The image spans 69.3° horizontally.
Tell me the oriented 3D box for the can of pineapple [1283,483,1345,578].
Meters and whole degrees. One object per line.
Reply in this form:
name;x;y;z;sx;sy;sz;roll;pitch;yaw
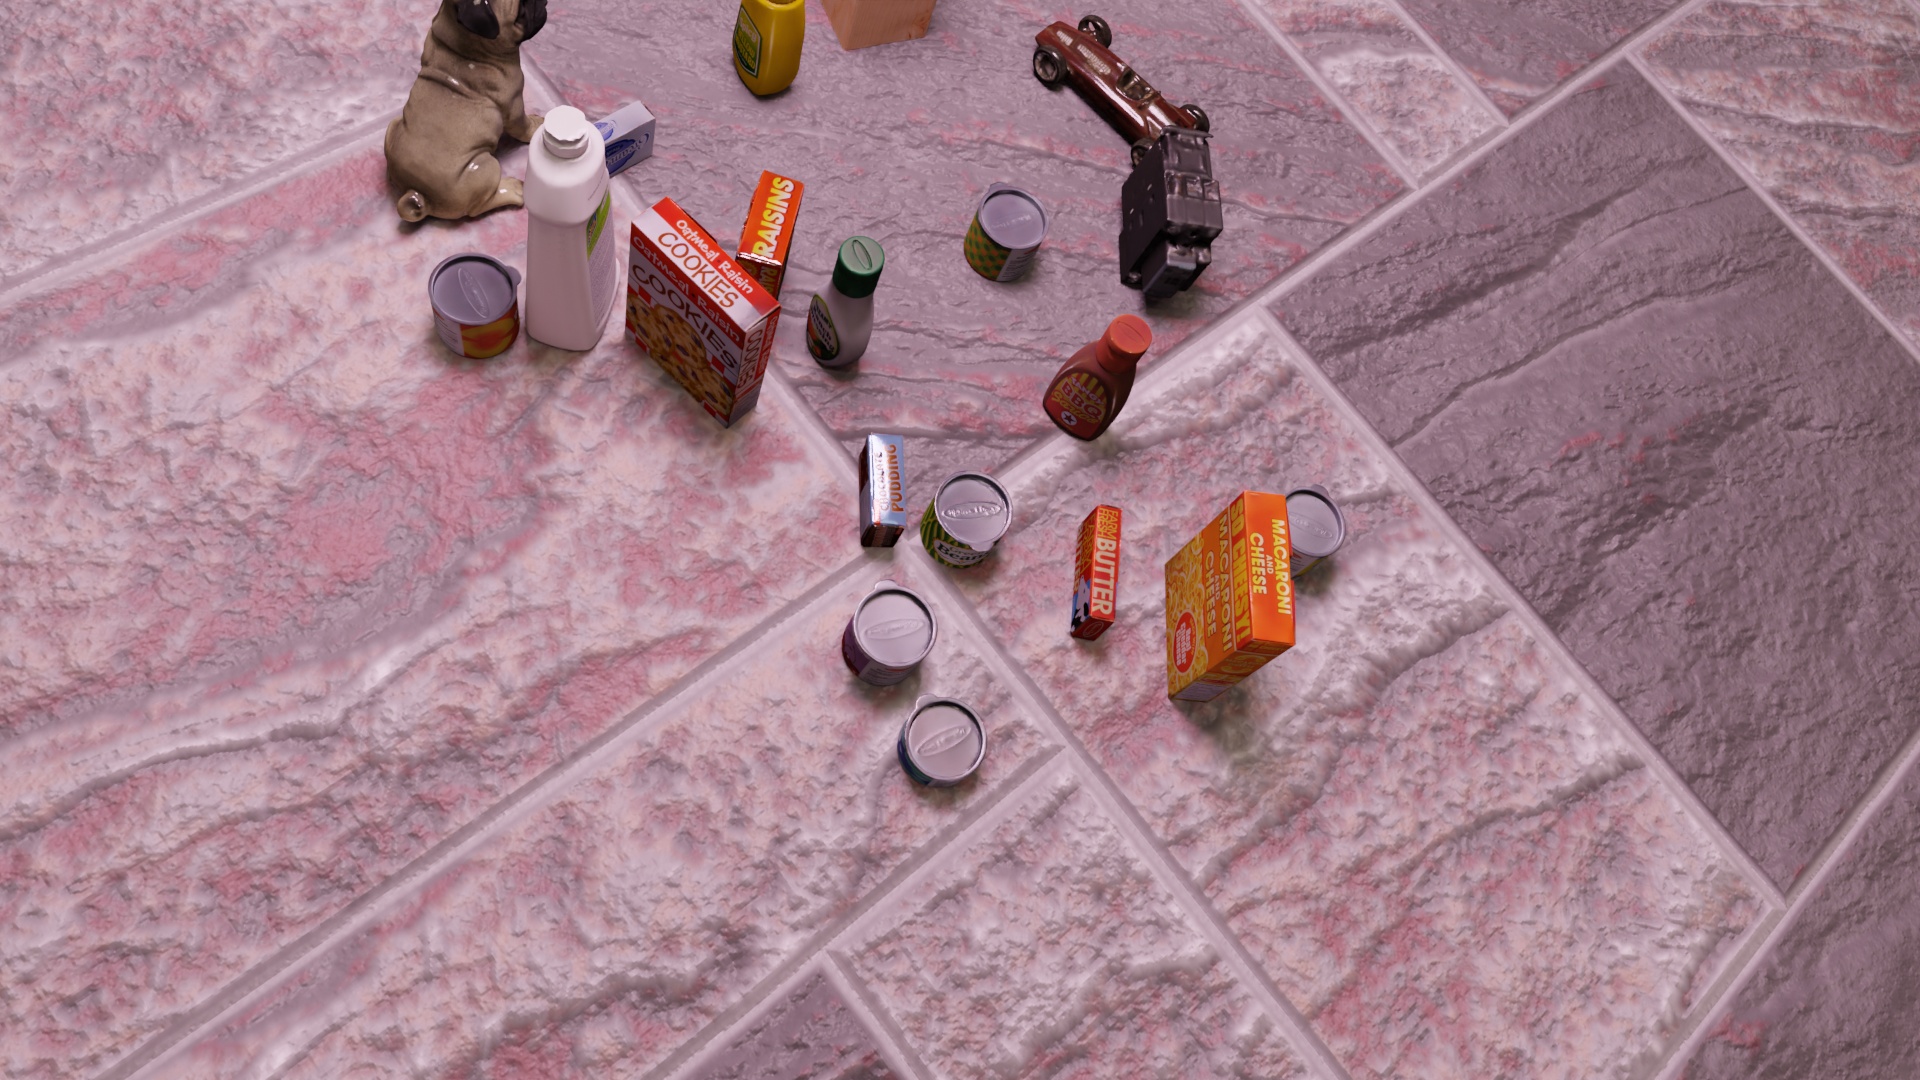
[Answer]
can of pineapple;0.296;-0.007;1.221;0.071;0.057;0.071;5;67;-13

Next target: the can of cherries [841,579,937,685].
can of cherries;-0.057;0.073;1.092;0.071;0.058;0.072;5;67;-13

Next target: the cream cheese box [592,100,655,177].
cream cheese box;-0.311;-0.333;1.192;0.104;0.053;0.024;-38;82;-25

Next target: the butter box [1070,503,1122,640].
butter box;0.113;0.026;1.160;0.024;0.053;0.104;11;66;-11

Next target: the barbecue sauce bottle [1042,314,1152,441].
barbecue sauce bottle;0.119;-0.140;1.177;0.065;0.148;0.044;40;64;3

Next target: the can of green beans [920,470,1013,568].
can of green beans;0.004;-0.017;1.146;0.071;0.057;0.071;5;67;-13

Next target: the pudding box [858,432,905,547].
pudding box;-0.065;-0.041;1.141;0.030;0.049;0.084;2;68;-14

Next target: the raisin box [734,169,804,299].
raisin box;-0.164;-0.234;1.153;0.040;0.123;0.086;16;65;-9

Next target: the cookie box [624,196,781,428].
cookie box;-0.206;-0.175;1.093;0.123;0.166;0.040;44;65;5

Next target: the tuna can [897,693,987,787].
tuna can;-0.016;0.156;1.083;0.071;0.032;0.071;5;67;-13

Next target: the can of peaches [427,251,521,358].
can of peaches;-0.385;-0.188;1.110;0.071;0.057;0.071;5;67;-13

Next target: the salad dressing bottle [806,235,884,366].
salad dressing bottle;-0.094;-0.196;1.143;0.044;0.147;0.064;-21;76;-22

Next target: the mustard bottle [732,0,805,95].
mustard bottle;-0.166;-0.464;1.226;0.049;0.159;0.065;-27;78;-23

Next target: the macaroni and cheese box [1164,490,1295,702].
macaroni and cheese box;0.214;0.048;1.116;0.040;0.165;0.124;7;67;-12

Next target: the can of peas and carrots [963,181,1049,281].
can of peas and carrots;0.040;-0.280;1.263;0.071;0.058;0.071;5;67;-13
